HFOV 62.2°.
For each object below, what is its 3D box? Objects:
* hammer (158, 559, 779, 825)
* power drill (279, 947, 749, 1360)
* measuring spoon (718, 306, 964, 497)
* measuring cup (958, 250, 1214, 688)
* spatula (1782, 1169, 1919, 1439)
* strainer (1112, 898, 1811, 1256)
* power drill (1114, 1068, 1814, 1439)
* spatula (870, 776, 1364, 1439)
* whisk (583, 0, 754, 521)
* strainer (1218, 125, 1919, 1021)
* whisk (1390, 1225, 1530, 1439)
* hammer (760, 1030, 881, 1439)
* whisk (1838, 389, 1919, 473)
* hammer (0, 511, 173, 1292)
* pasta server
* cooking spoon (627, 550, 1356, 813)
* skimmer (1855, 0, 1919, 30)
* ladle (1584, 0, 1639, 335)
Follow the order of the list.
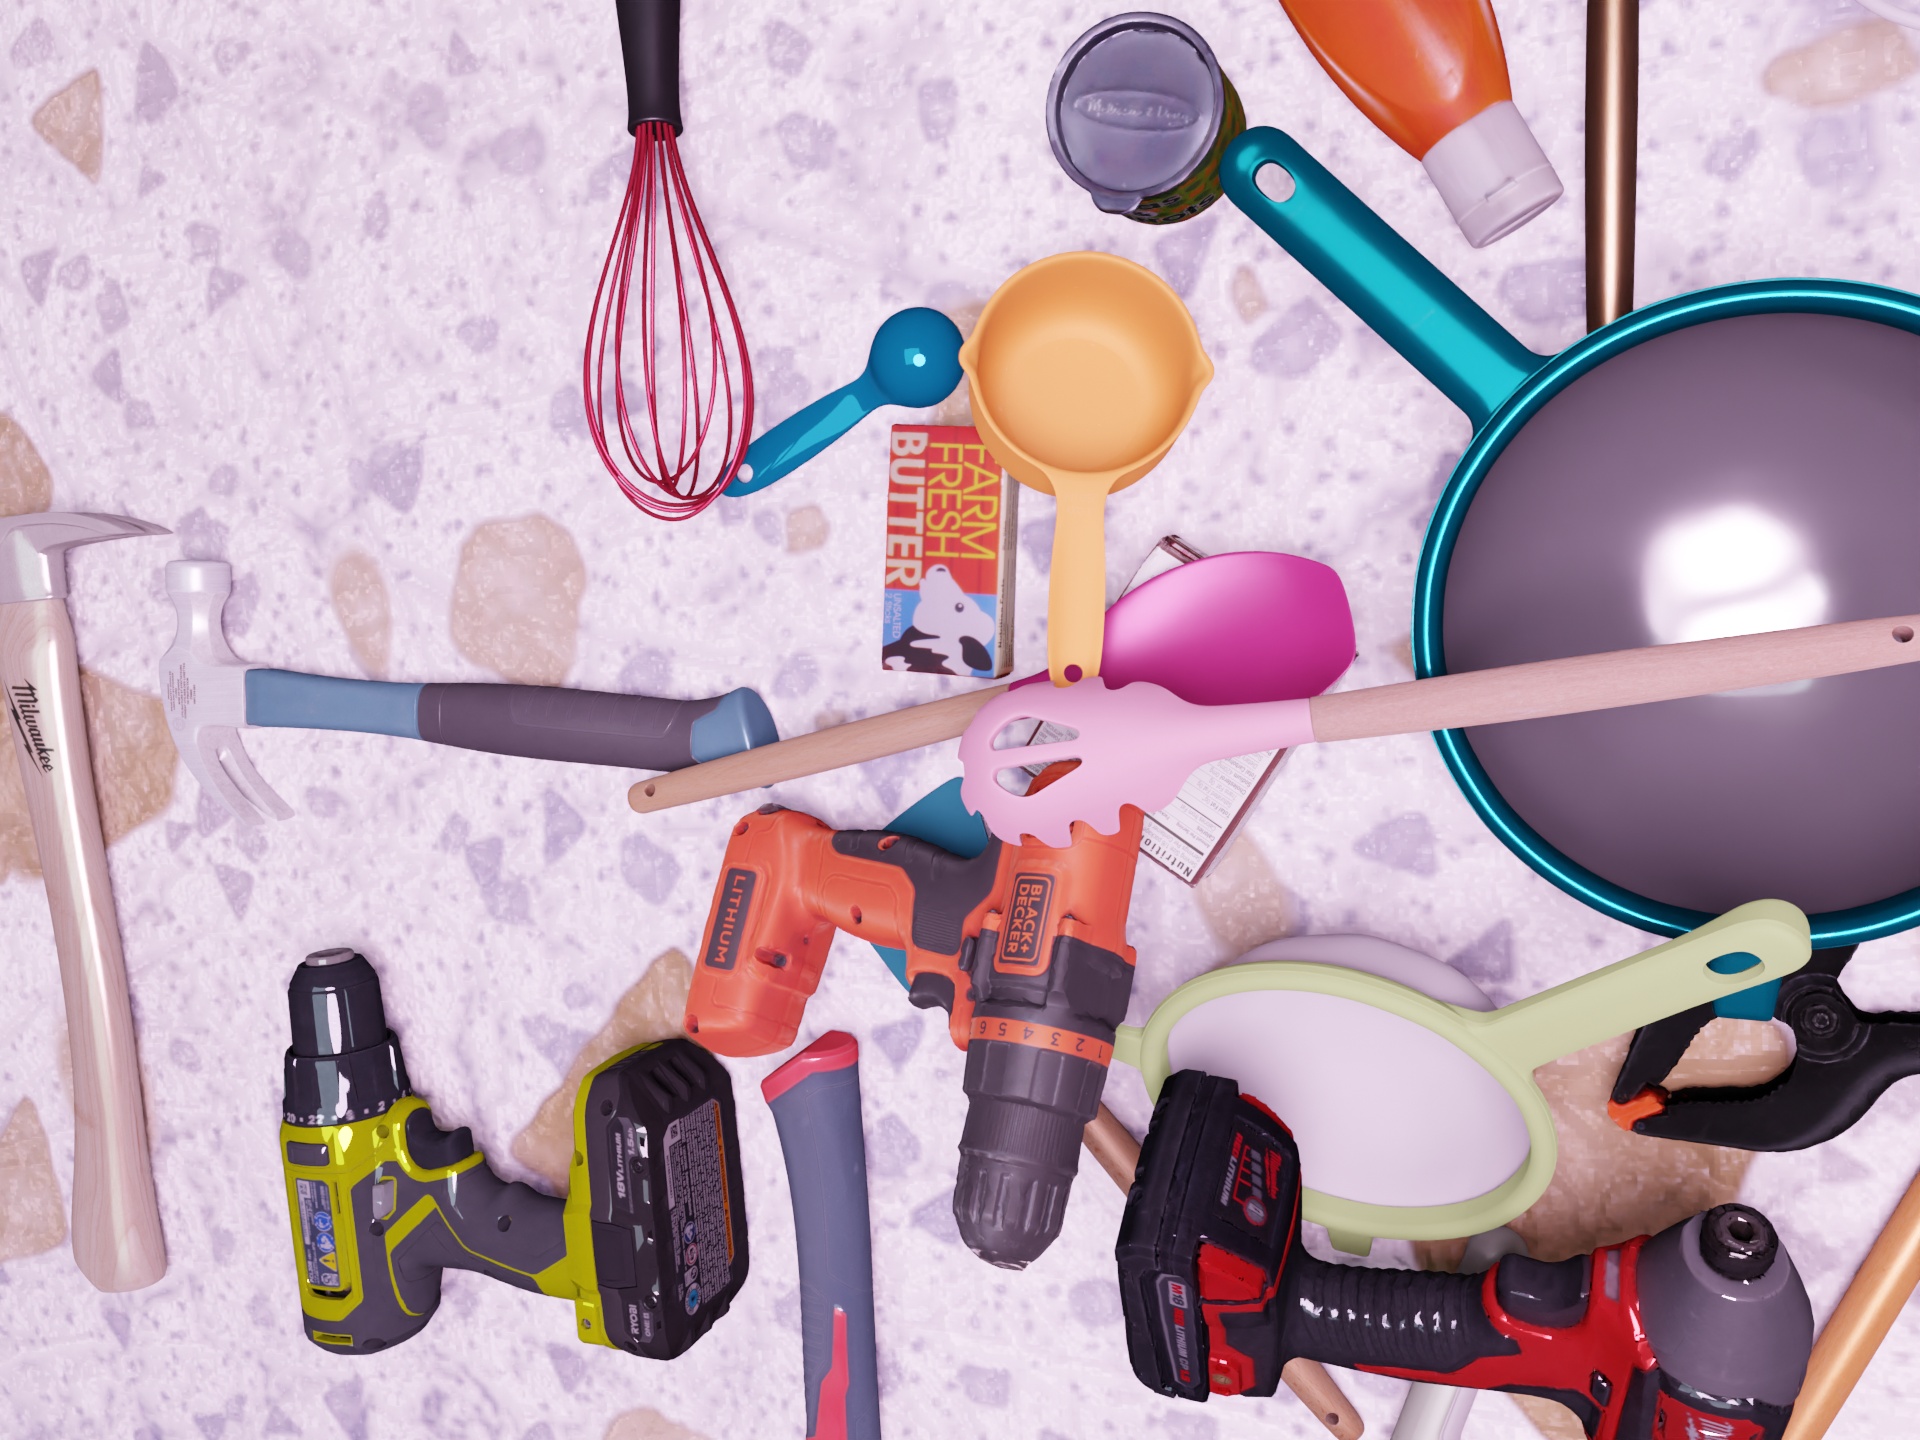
[{"bbox_3d":[-0.238,-0.004,0.748,0.331,0.033,0.128,5,97,18],"label":"hammer"},{"bbox_3d":[-0.222,0.203,0.745,0.228,0.080,0.190,-2,96,22],"label":"power drill"},{"bbox_3d":[-0.056,-0.131,0.675,0.128,0.021,0.042,-30,86,18],"label":"measuring spoon"},{"bbox_3d":[0.044,-0.088,0.610,0.095,0.052,0.174,3,85,-2],"label":"measuring cup"},{"bbox_3d":[0.312,0.259,0.595,0.081,0.041,0.322,27,100,13],"label":"spatula"},{"bbox_3d":[0.177,0.100,0.561,0.151,0.069,0.256,41,135,-11],"label":"strainer"},{"bbox_3d":[0.171,0.198,0.552,0.220,0.079,0.143,7,134,19],"label":"power drill"},{"bbox_3d":[0.065,0.170,0.670,0.082,0.044,0.317,-40,87,18],"label":"spatula"},{"bbox_3d":[-0.127,-0.231,0.674,0.073,0.073,0.296,-4,88,19],"label":"whisk"},{"bbox_3d":[0.222,-0.081,0.549,0.340,0.095,0.211,47,110,11],"label":"strainer"},{"bbox_3d":[0.177,0.315,0.636,0.059,0.057,0.246,26,101,46],"label":"whisk"},{"bbox_3d":[-0.038,0.333,0.715,0.143,0.038,0.386,0,96,18],"label":"hammer"},{"bbox_3d":[0.410,-0.038,0.501,0.285,0.070,0.070,39,107,20],"label":"whisk"},{"bbox_3d":[-0.454,0.097,0.834,0.146,0.038,0.410,-4,95,18],"label":"hammer"},{"bbox_3d":[0.144,-0.003,0.522,0.316,0.040,0.060,-8,81,17],"label":"pasta server"},{"bbox_3d":[-0.001,-0.002,0.635,0.319,0.017,0.069,-14,76,23],"label":"cooking spoon"},{"bbox_3d":[0.412,-0.160,0.508,0.127,0.090,0.363,-33,95,14],"label":"skimmer"},{"bbox_3d":[0.229,-0.271,0.558,0.078,0.062,0.320,0,103,21],"label":"ladle"}]
